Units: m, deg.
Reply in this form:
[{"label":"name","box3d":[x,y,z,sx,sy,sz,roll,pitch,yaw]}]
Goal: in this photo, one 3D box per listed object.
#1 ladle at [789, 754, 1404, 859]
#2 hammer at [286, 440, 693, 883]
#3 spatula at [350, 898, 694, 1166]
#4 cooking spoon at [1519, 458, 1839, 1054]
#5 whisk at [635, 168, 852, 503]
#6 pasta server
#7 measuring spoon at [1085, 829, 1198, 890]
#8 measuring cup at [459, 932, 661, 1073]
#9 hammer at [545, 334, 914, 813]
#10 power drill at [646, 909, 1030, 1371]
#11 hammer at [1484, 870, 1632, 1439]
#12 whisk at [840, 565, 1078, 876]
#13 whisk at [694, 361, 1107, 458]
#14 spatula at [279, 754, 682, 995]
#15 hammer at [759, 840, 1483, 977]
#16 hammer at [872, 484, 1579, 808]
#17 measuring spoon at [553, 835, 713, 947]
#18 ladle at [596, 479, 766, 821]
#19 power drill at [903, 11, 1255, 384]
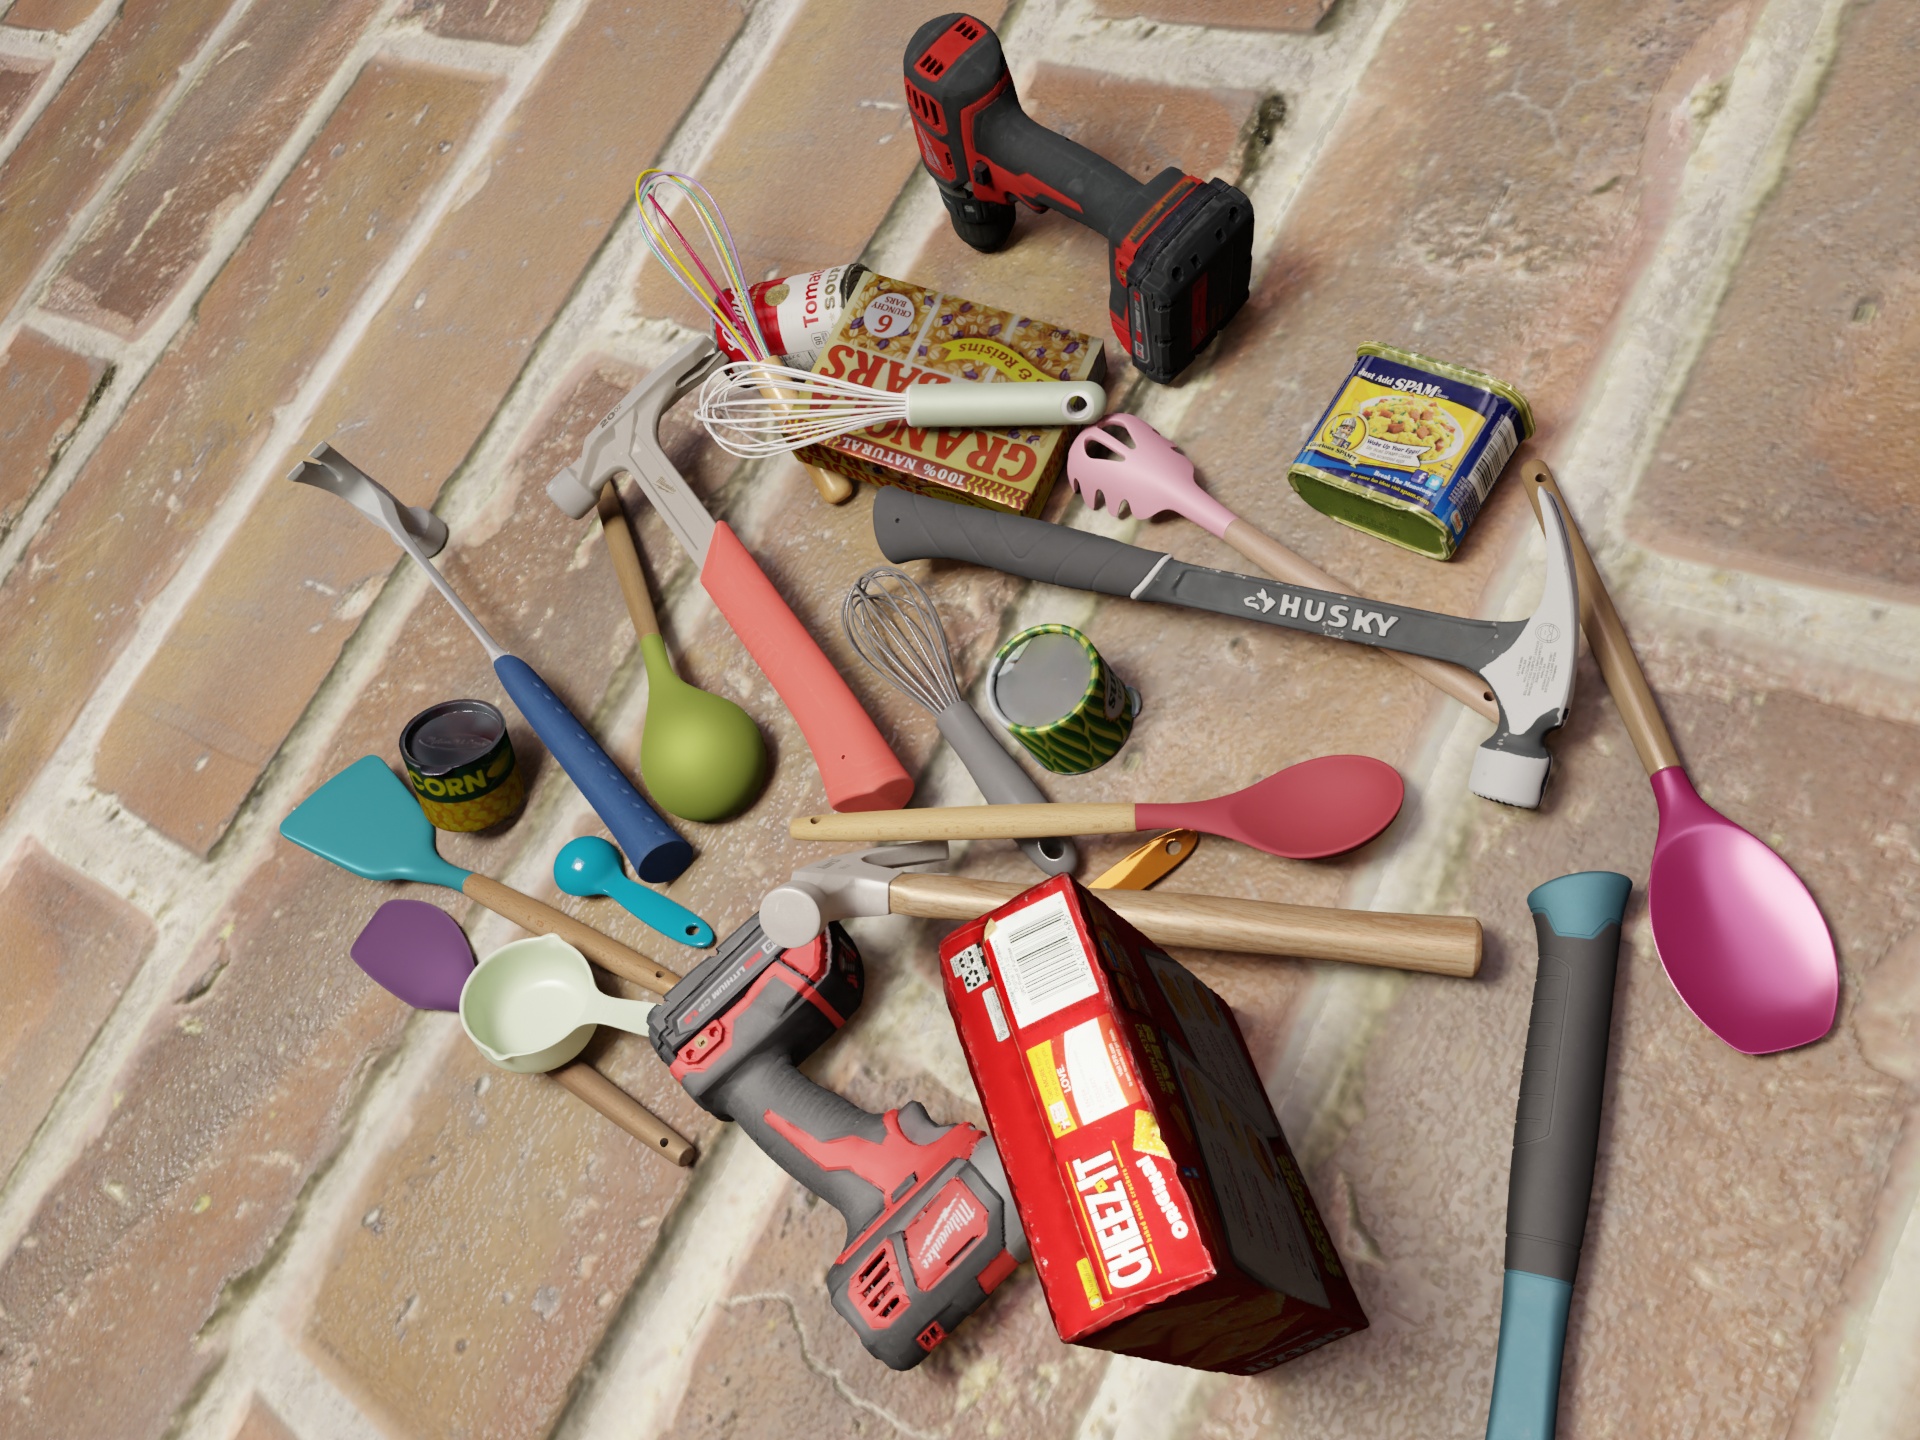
[{"label":"ladle","box3d":[0.064,0.051,0.814,0.315,0.031,0.069,-3,40,12]},{"label":"hammer","box3d":[-0.303,-0.043,1.033,0.035,0.144,0.406,-45,61,0]},{"label":"spatula","box3d":[-0.268,0.183,0.955,0.316,0.018,0.060,24,75,34]},{"label":"cooking spoon","box3d":[0.324,0.003,0.750,0.069,0.017,0.319,-18,60,13]},{"label":"whisk","box3d":[-0.141,-0.247,1.022,0.051,0.047,0.245,-30,90,14]},{"label":"pasta server","box3d":[0.170,-0.087,0.869,0.060,0.040,0.316,-48,59,-2]},{"label":"measuring spoon","box3d":[0.077,0.093,0.835,0.117,0.011,0.021,-35,56,2]},{"label":"measuring cup","box3d":[-0.202,0.174,0.912,0.167,0.038,0.083,9,52,8]},{"label":"hammer","box3d":[-0.126,-0.084,0.964,0.149,0.036,0.359,-42,58,6]},{"label":"power drill","box3d":[-0.046,0.196,0.801,0.143,0.078,0.220,-42,58,-8]},{"label":"hammer","box3d":[0.245,0.221,0.672,0.128,0.033,0.331,4,68,29]},{"label":"whisk","box3d":[0.000,-0.003,0.901,0.055,0.055,0.239,-38,60,5]},{"label":"whisk","box3d":[-0.037,-0.185,0.936,0.246,0.057,0.059,0,23,7]},{"label":"spatula","box3d":[-0.292,0.104,0.990,0.318,0.044,0.082,19,48,30]},{"label":"hammer","box3d":[0.079,0.094,0.774,0.331,0.130,0.031,4,98,14]},{"label":"hammer","box3d":[0.121,-0.077,0.845,0.409,0.036,0.149,16,97,31]},{"label":"measuring spoon","box3d":[-0.196,0.101,0.952,0.129,0.021,0.042,24,54,30]},{"label":"ladle","box3d":[-0.198,-0.062,1.036,0.078,0.062,0.321,-37,48,13]},{"label":"power drill","box3d":[0.064,-0.303,0.960,0.227,0.187,0.080,41,82,17]}]
